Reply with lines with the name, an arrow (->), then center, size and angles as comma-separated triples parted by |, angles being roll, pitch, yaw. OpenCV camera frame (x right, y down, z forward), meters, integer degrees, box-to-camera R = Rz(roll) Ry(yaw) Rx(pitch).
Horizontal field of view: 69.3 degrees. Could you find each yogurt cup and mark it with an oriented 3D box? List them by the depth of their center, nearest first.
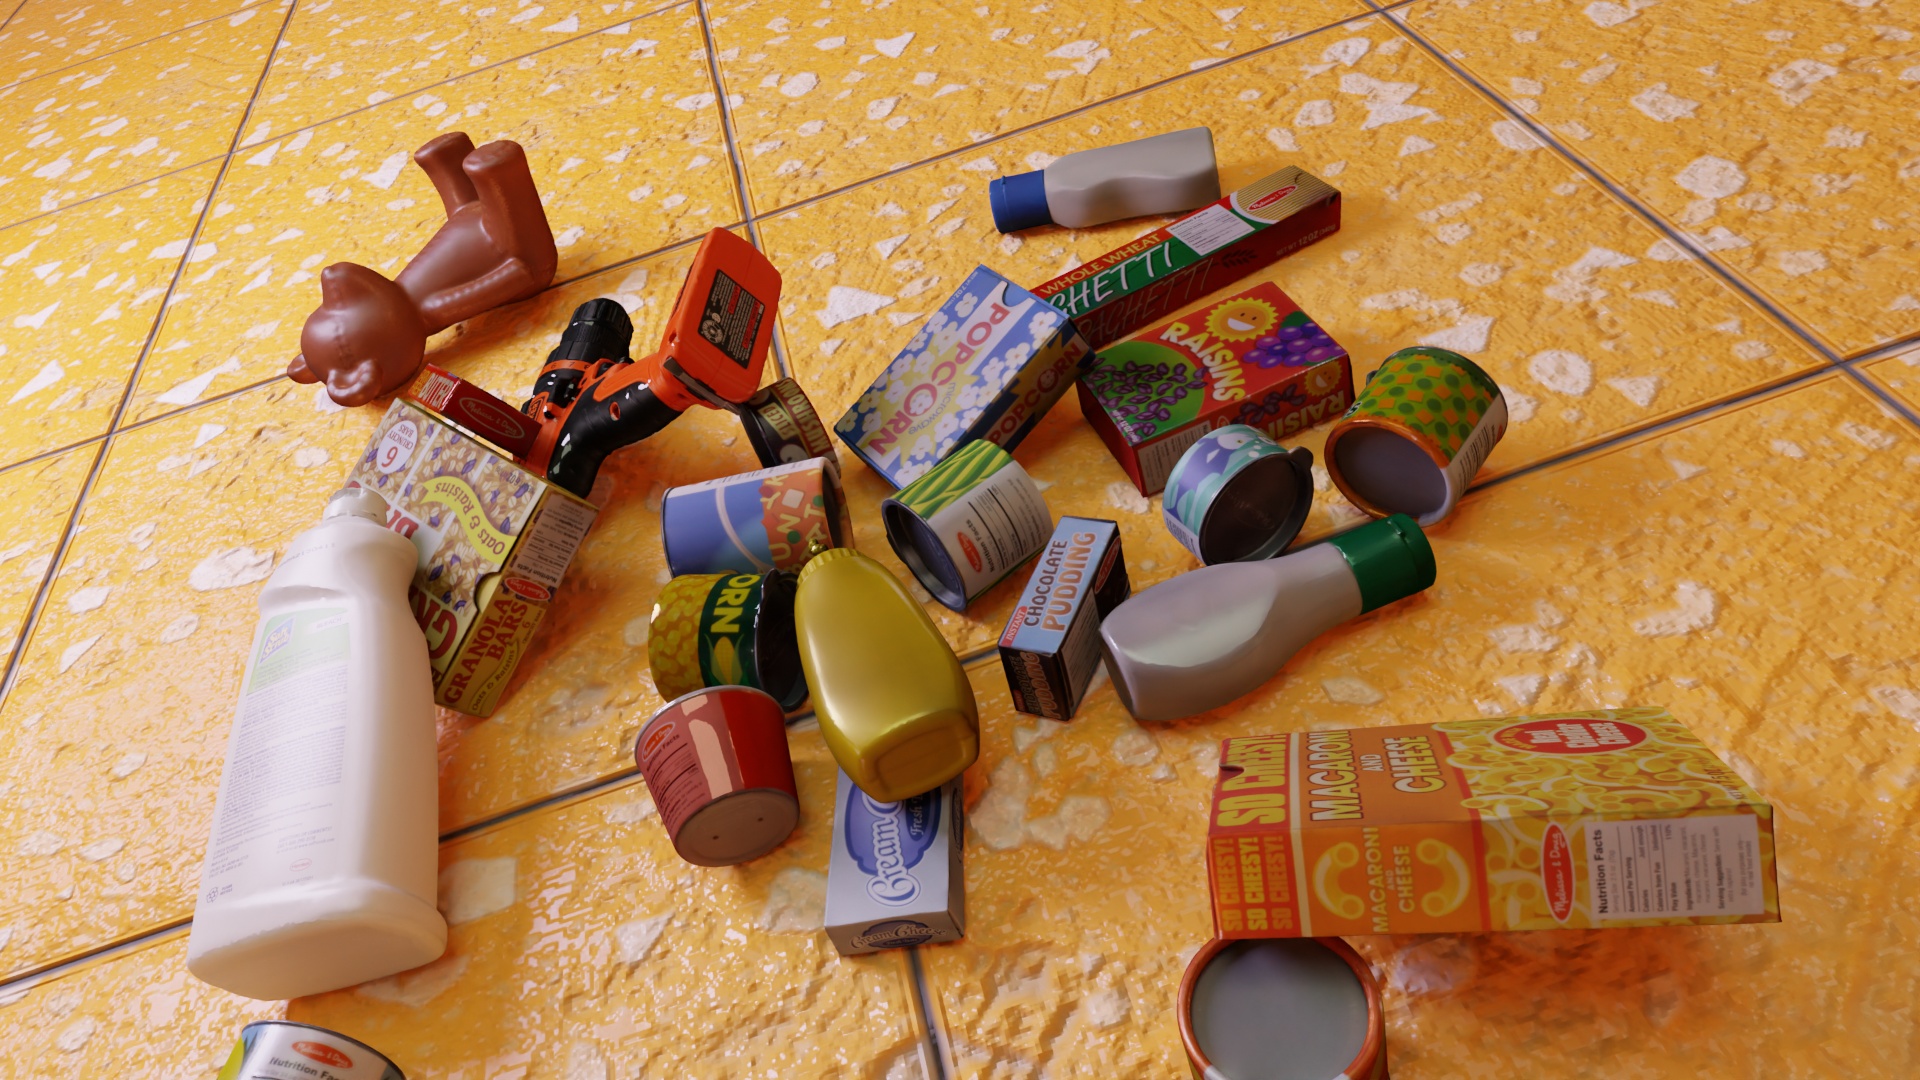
yogurt cup -> -0.103, 0.104, 0.603 | 0.072, 0.072, 0.054 | -23, 50, -5

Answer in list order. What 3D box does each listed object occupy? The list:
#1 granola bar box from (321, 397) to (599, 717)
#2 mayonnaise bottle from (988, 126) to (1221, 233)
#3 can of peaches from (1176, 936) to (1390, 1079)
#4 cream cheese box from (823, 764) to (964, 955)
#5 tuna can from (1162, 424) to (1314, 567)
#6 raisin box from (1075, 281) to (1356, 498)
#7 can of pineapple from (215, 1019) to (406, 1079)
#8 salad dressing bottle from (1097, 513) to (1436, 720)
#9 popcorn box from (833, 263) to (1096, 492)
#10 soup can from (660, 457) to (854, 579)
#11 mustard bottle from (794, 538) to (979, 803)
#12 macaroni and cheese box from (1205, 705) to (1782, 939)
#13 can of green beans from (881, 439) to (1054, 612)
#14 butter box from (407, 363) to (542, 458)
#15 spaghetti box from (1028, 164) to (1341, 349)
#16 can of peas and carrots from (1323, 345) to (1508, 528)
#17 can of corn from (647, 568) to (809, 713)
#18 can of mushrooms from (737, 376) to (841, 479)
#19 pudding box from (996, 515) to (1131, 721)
granola bar box -> -0.283, 0.005, 0.752 | 0.166, 0.039, 0.124 | 24, 85, 38
mayonnaise bottle -> 0.094, -0.234, 0.915 | 0.148, 0.041, 0.065 | -8, 41, 12
can of peaches -> 0.108, 0.167, 0.464 | 0.071, 0.057, 0.071 | -10, 43, 9
cream cheese box -> -0.026, 0.121, 0.586 | 0.053, 0.024, 0.104 | -11, 42, 10
tuna can -> 0.131, -0.021, 0.650 | 0.071, 0.070, 0.033 | -30, 42, -13
raisin box -> 0.133, -0.082, 0.738 | 0.123, 0.040, 0.086 | -24, 41, -4
can of pineapple -> -0.254, 0.224, 0.526 | 0.071, 0.070, 0.058 | -3, 44, 17
salad dressing bottle -> 0.136, 0.031, 0.613 | 0.148, 0.043, 0.064 | -22, 41, -6
popcorn box -> 0.001, -0.080, 0.753 | 0.127, 0.038, 0.085 | -48, 45, -1
soup can -> -0.102, -0.001, 0.715 | 0.084, 0.071, 0.072 | -11, 42, 7
mustard bottle -> -0.042, 0.045, 0.619 | 0.065, 0.048, 0.161 | -22, 38, -7
macaroni and cheese box -> 0.173, 0.095, 0.485 | 0.166, 0.040, 0.124 | -6, 5, 13
can of green beans -> 0.004, -0.008, 0.683 | 0.058, 0.071, 0.071 | -35, 44, -19
butter box -> -0.281, -0.075, 0.799 | 0.103, 0.053, 0.024 | 21, 79, 57
spaghetti box -> 0.111, -0.158, 0.835 | 0.250, 0.028, 0.050 | -27, 42, -10
can of peas and carrots -> 0.212, -0.049, 0.654 | 0.071, 0.070, 0.059 | 20, 55, 35
can of corn -> -0.108, 0.046, 0.660 | 0.058, 0.070, 0.071 | -1, 44, 19
can of mushrooms -> -0.095, -0.056, 0.766 | 0.033, 0.070, 0.071 | -27, 42, -12
pudding box -> 0.049, 0.035, 0.634 | 0.030, 0.049, 0.084 | 9, 49, 25
